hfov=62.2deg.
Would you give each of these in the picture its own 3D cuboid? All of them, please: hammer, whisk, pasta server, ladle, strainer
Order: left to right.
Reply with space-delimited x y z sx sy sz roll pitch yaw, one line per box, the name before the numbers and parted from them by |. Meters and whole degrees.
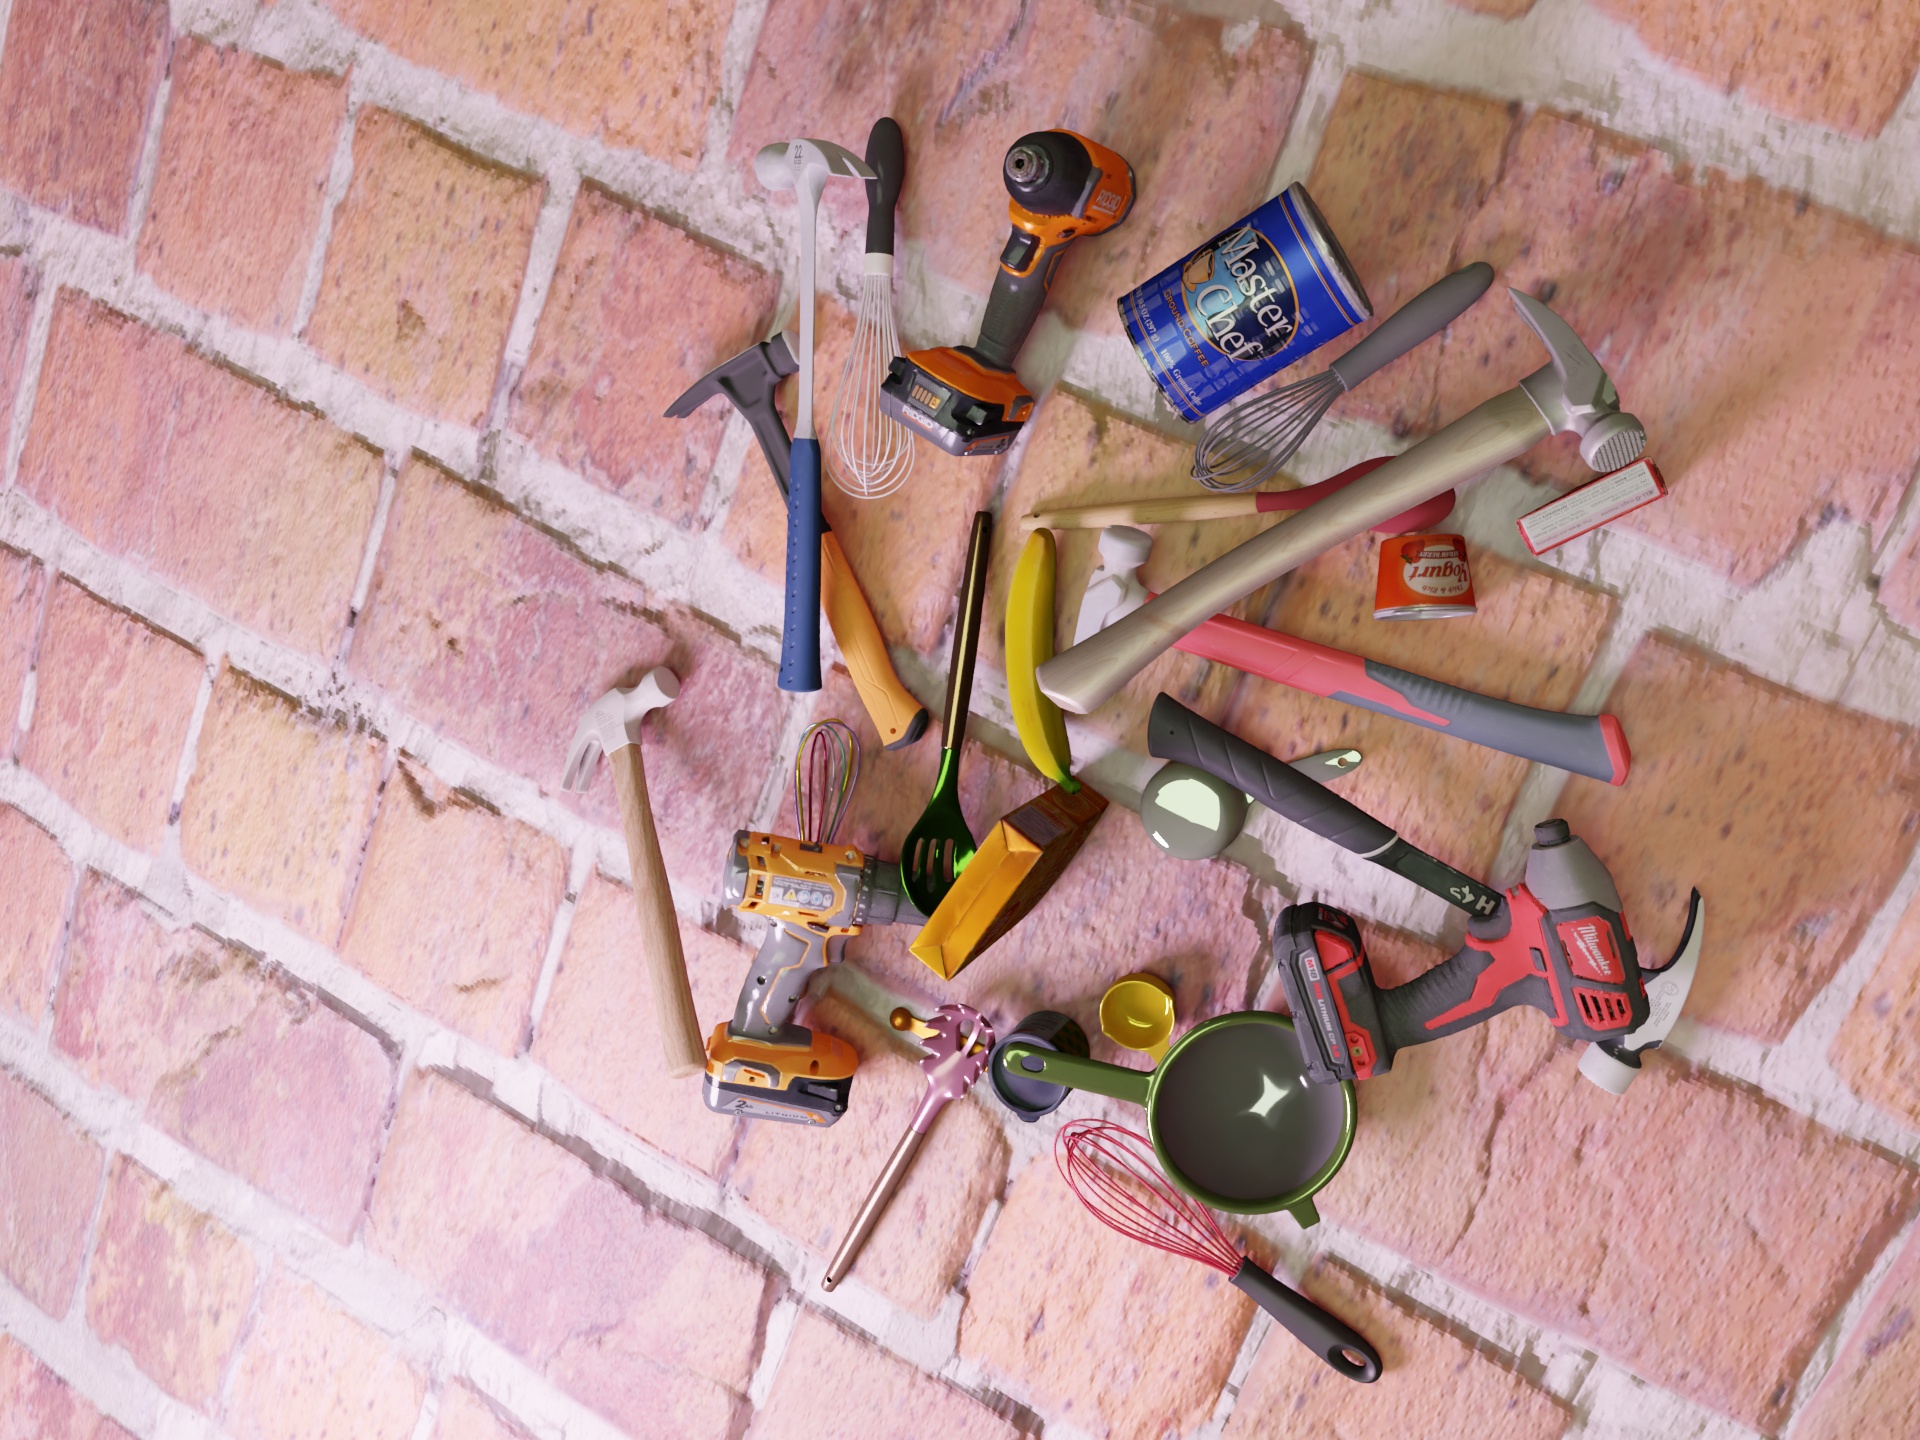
hammer | -0.256 0.128 1.297 0.130 0.031 0.332 -28 65 28
hammer | -0.114 -0.221 1.184 0.144 0.035 0.405 24 116 57
whisk | -0.124 0.114 1.295 0.051 0.047 0.245 14 106 18
hammer | -0.117 -0.130 1.261 0.127 0.034 0.337 -25 88 22
whisk | -0.065 -0.311 1.204 0.070 0.070 0.284 5 94 21
pasta server | -0.050 0.354 1.296 0.060 0.040 0.316 36 113 22
strainer | 0.157 0.266 1.165 0.256 0.069 0.151 13 97 2
whisk | 0.194 0.401 1.201 0.296 0.073 0.073 36 109 7
ladle | 0.187 -0.153 1.132 0.315 0.031 0.069 -1 53 27
hammer | 0.227 -0.130 1.059 0.410 0.038 0.146 -30 54 16
hammer | 0.266 -0.016 1.115 0.386 0.038 0.143 19 116 16
whisk | 0.256 -0.232 1.071 0.239 0.055 0.055 -36 83 8
hammer | 0.310 0.092 1.099 0.409 0.036 0.149 30 106 9

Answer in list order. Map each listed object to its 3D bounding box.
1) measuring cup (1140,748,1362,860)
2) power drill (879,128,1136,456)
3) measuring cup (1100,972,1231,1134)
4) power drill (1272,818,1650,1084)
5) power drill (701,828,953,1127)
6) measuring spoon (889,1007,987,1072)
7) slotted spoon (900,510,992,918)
measuring cup | 0.208 0.052 1.152 0.167 0.038 0.083 -19 90 25
power drill | 0.032 -0.300 1.107 0.084 0.164 0.226 34 110 14
measuring cup | 0.164 0.259 1.213 0.062 0.029 0.156 -32 97 21
power drill | 0.325 0.153 1.048 0.219 0.078 0.143 -15 95 16
power drill | -0.108 0.206 1.268 0.185 0.084 0.226 9 105 -7
measuring spoon | -0.007 0.262 1.284 0.117 0.011 0.021 22 105 18
slotted spoon | -0.002 -0.004 1.219 0.031 0.070 0.314 11 94 60
